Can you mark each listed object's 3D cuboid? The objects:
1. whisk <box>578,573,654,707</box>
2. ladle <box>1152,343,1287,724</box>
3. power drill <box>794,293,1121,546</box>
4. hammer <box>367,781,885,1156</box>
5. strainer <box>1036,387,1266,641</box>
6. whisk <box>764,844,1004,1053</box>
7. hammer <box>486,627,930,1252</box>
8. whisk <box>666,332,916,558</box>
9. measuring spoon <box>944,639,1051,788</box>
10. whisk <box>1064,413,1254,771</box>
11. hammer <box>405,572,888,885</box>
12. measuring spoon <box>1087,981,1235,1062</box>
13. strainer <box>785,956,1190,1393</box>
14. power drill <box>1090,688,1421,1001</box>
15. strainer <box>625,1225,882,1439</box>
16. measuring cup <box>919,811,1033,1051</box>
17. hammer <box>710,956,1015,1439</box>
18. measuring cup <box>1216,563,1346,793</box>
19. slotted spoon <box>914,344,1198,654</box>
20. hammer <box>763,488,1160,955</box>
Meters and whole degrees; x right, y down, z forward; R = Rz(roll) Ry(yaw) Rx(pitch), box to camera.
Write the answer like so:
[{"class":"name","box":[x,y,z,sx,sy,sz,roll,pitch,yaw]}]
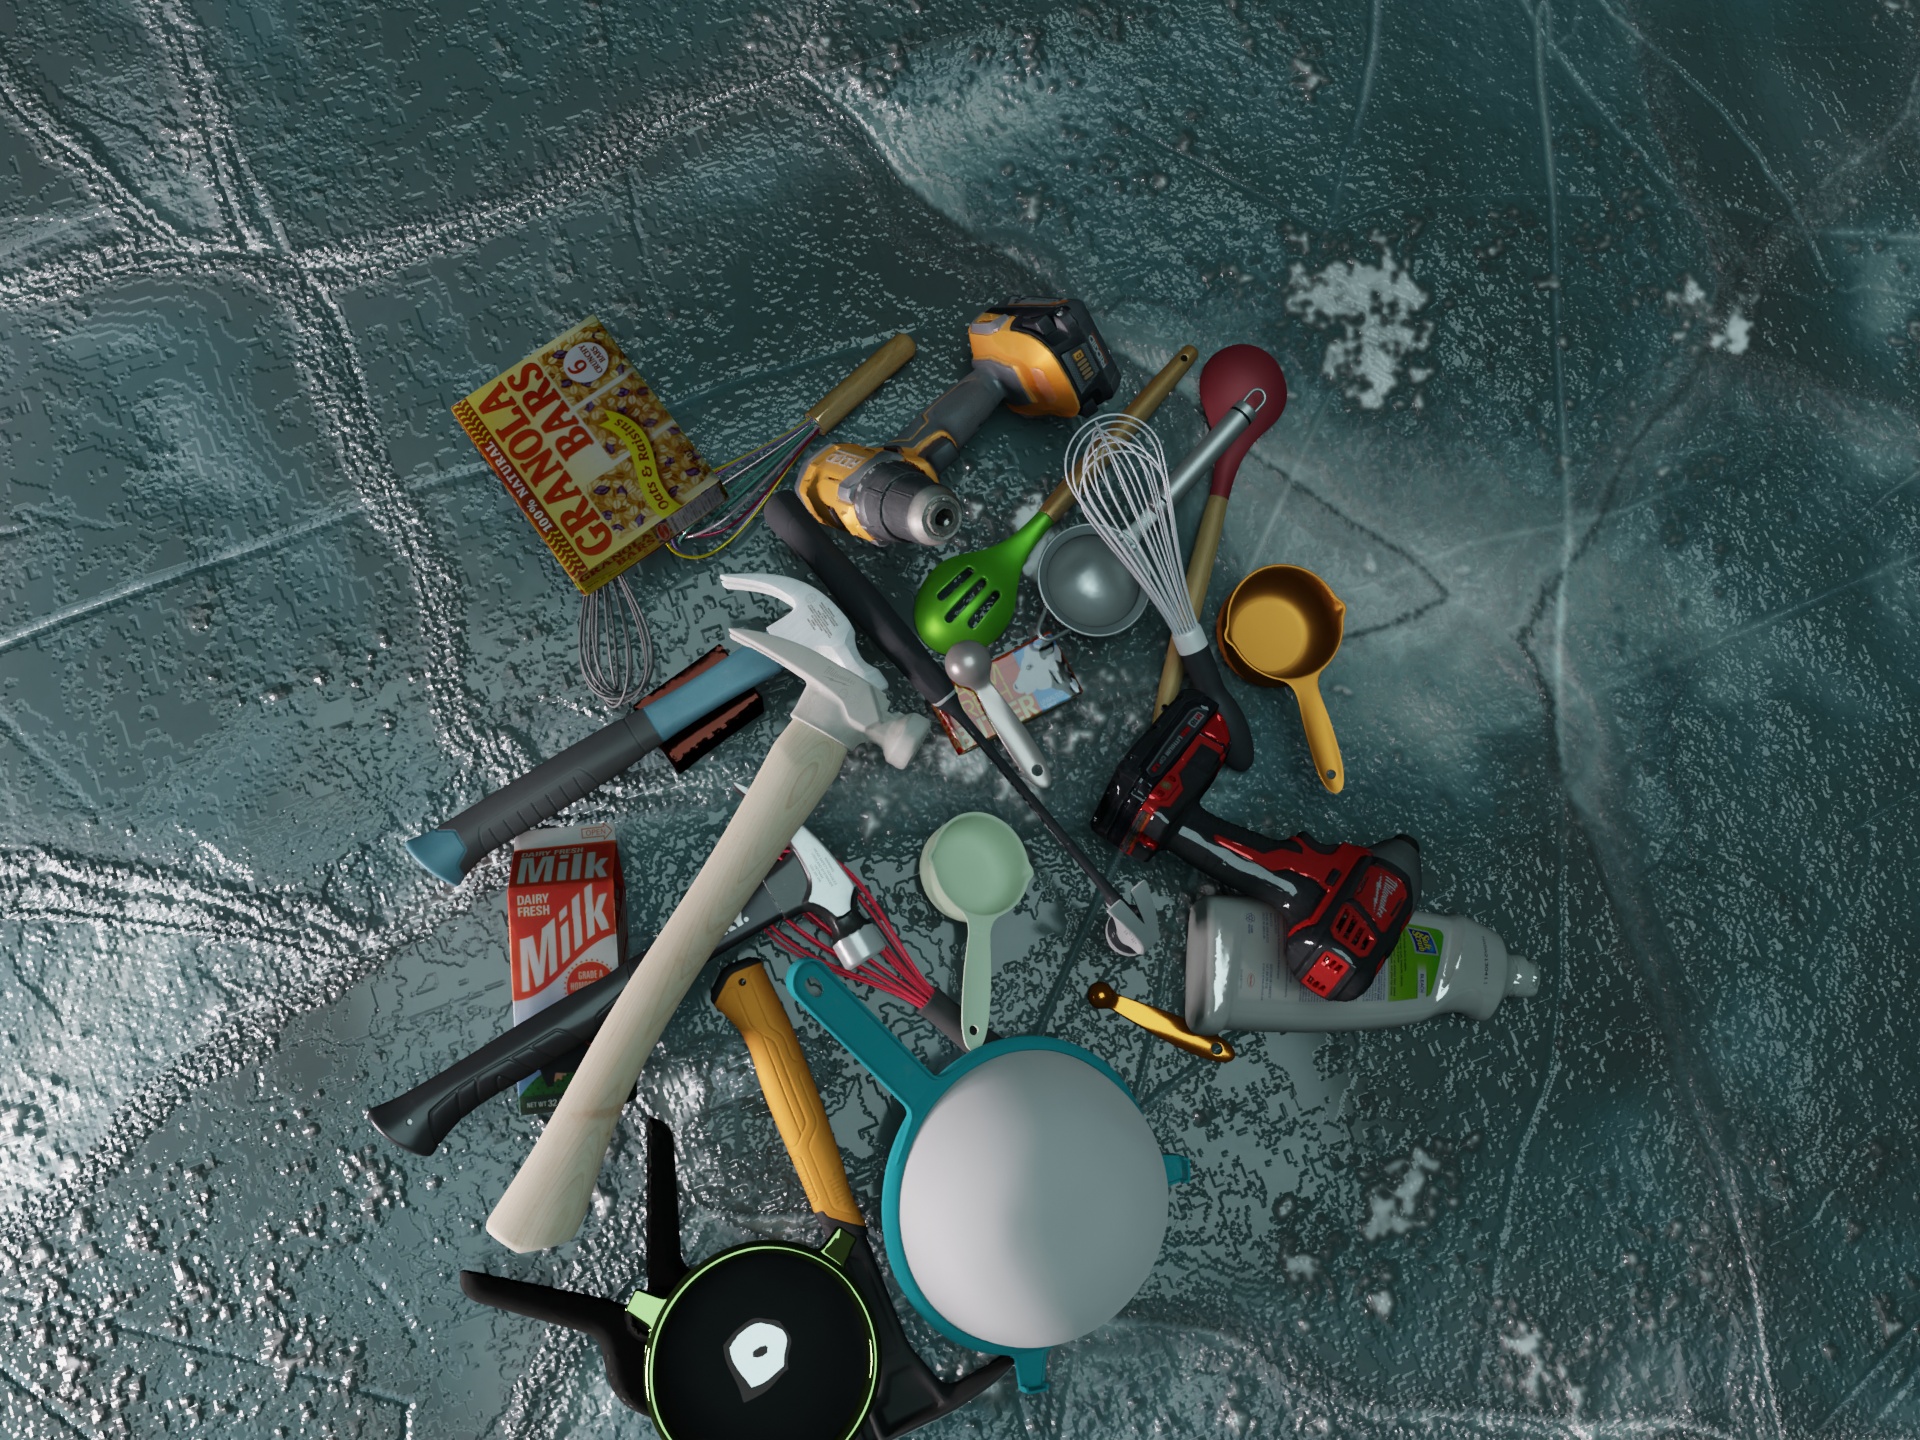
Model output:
[{"class":"whisk","box":[-0.259,-0.125,1.150,0.055,0.055,0.239,-9,78,-7]},{"class":"ladle","box":[0.188,-0.144,1.206,0.069,0.031,0.315,15,81,1]},{"class":"power drill","box":[0.006,-0.205,1.122,0.226,0.185,0.084,-40,120,-12]},{"class":"hammer","box":[-0.226,0.173,1.032,0.335,0.035,0.146,-31,86,-11]},{"class":"strainer","box":[0.142,-0.152,1.183,0.087,0.050,0.258,42,84,0]},{"class":"whisk","box":[-0.038,0.183,1.113,0.296,0.073,0.073,40,79,-3]},{"class":"hammer","box":[-0.182,0.138,1.008,0.146,0.038,0.411,31,79,0]},{"class":"whisk","box":[-0.126,-0.209,1.178,0.047,0.051,0.245,44,76,8]},{"class":"measuring spoon","box":[0.031,-0.005,1.144,0.034,0.018,0.124,-32,87,-10]},{"class":"whisk","box":[0.154,-0.087,1.144,0.070,0.070,0.284,-29,106,-9]},{"class":"hammer","box":[-0.221,0.012,1.083,0.331,0.033,0.128,-32,84,-9]},{"class":"measuring spoon","box":[0.146,0.219,1.147,0.117,0.011,0.021,25,79,-1]},{"class":"strainer","box":[0.021,0.273,1.023,0.340,0.095,0.211,48,68,-18]},{"class":"power drill","box":[0.215,0.083,1.108,0.220,0.078,0.143,35,52,13]},{"class":"strainer","box":[-0.117,0.463,1.026,0.151,0.069,0.256,-13,83,-16]},{"class":"measuring cup","box":[0.005,0.149,1.116,0.083,0.038,0.168,11,69,-24]},{"class":"hammer","box":[-0.084,0.319,1.097,0.127,0.034,0.337,-23,83,-8]},{"class":"measuring cup","box":[0.246,-0.028,1.179,0.095,0.052,0.174,-15,84,-8]},{"class":"slotted spoon","box":[0.079,-0.173,1.200,0.070,0.031,0.314,41,78,2]},{"class":"hammer","box":[-0.002,-0.004,1.096,0.036,0.149,0.409,-40,79,-5]}]
